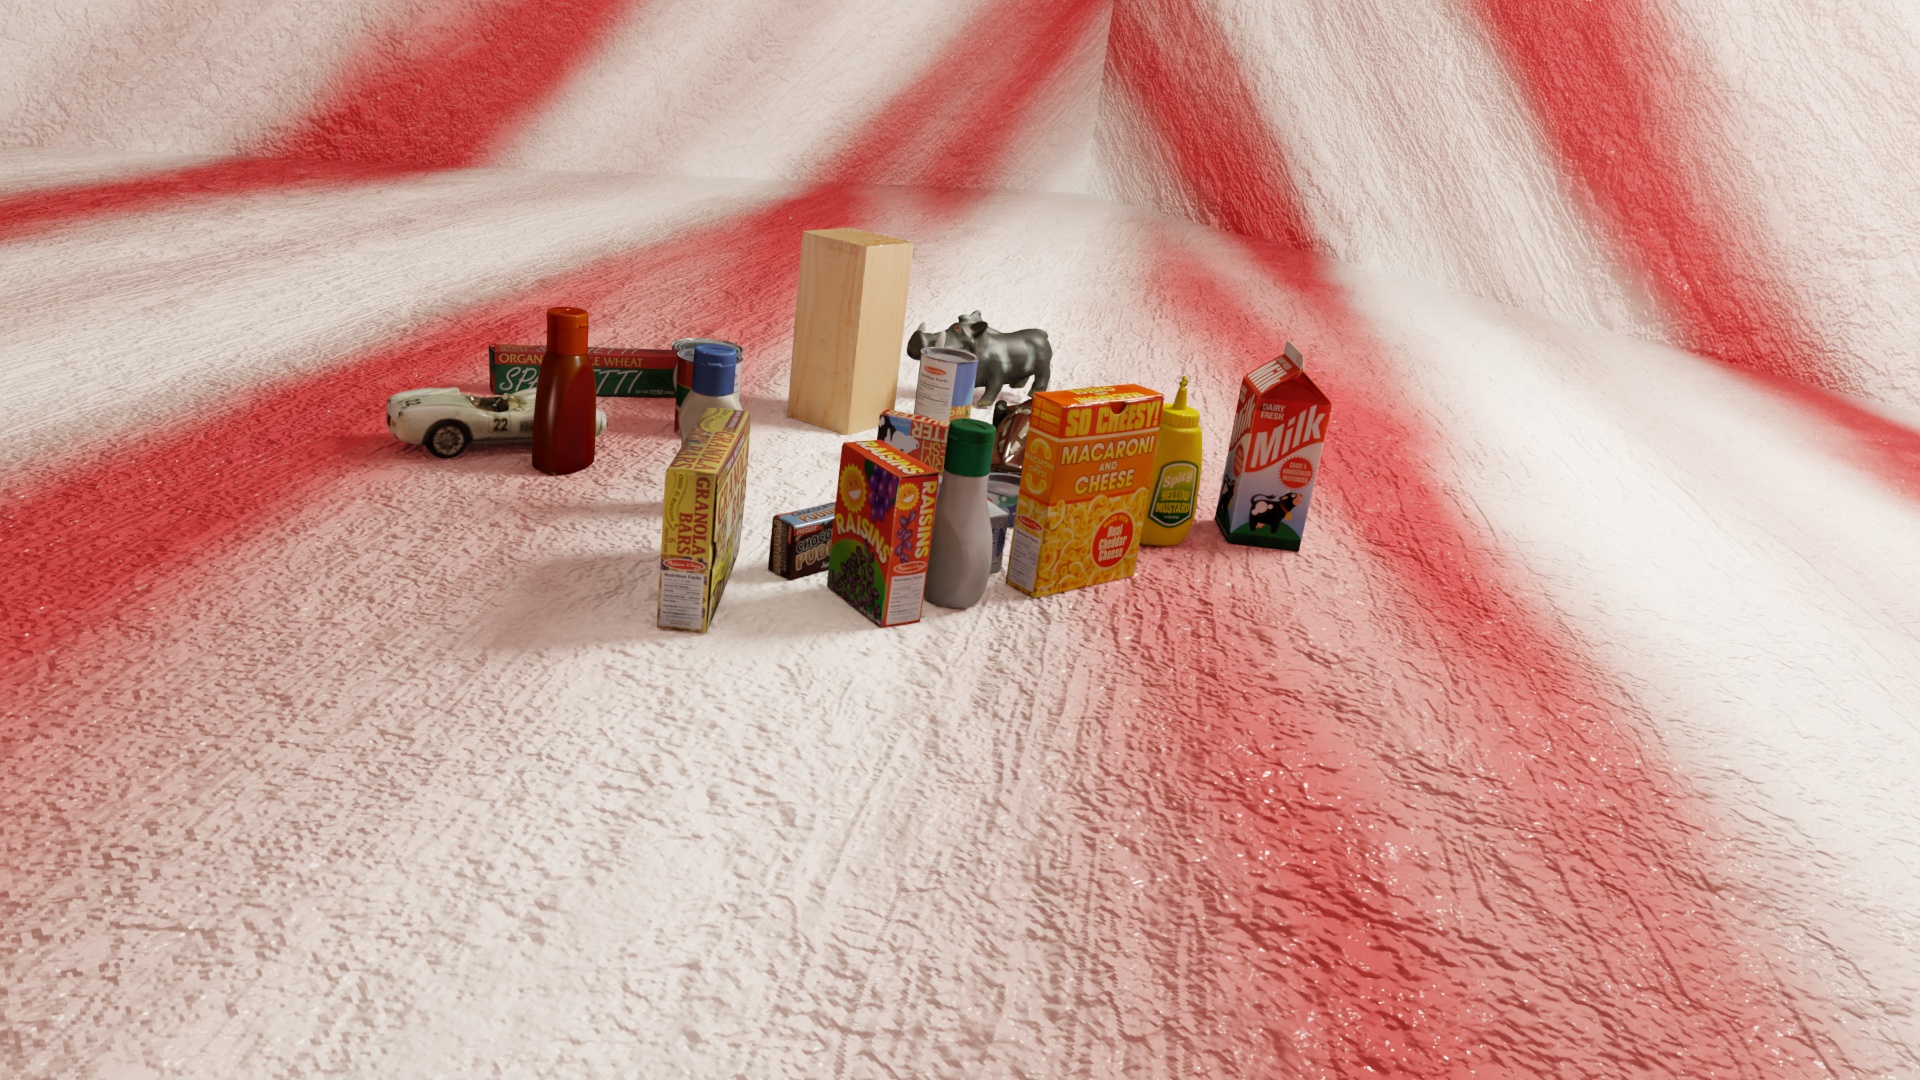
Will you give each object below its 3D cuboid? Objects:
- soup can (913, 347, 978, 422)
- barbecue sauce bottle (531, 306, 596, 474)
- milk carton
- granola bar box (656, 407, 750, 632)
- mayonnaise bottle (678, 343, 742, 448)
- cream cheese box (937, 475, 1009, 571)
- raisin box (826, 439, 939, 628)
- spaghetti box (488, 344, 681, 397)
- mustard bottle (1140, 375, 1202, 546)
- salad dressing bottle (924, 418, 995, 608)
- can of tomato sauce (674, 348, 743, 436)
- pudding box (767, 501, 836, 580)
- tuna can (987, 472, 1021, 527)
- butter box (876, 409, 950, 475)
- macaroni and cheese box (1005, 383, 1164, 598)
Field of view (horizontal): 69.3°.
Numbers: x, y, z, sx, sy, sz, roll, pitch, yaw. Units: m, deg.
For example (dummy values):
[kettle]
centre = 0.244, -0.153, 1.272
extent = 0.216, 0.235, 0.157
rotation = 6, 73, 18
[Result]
[soup can]
centre = -0.016, -0.172, 1.580
extent = 0.071, 0.083, 0.071
rotation = 7, 20, -2
[barbecue sauce bottle]
centre = -0.362, -0.138, 1.273
extent = 0.044, 0.148, 0.065
rotation = 15, 21, 20
[milk carton]
centre = 0.301, -0.092, 1.330
extent = 0.073, 0.189, 0.072
rotation = 6, 20, -4
[granola bar box]
centre = -0.192, -0.020, 1.055
extent = 0.039, 0.123, 0.166
rotation = 7, 20, -3
[mayonnaise bottle]
centre = -0.218, -0.096, 1.214
extent = 0.065, 0.147, 0.041
rotation = 4, 20, -9
[cream cheese box]
centre = 0.004, -0.015, 1.214
extent = 0.024, 0.053, 0.104
rotation = -4, 24, -30
[raisin box]
centre = -0.060, -0.007, 1.069
extent = 0.040, 0.123, 0.086
rotation = -7, 25, -35
[spaghetti box]
centre = -0.388, -0.186, 1.530
extent = 0.250, 0.050, 0.029
rotation = -1, 22, -23
[mustard bottle]
centre = 0.192, -0.074, 1.286
extent = 0.065, 0.159, 0.049
rotation = -1, 22, -23
[salad dressing bottle]
centre = 0.001, -0.021, 1.095
extent = 0.044, 0.147, 0.064
rotation = -9, 26, -38
[can of tomato sauce]
centre = -0.263, -0.152, 1.439
extent = 0.071, 0.082, 0.071
rotation = 7, 20, -2
[pudding box]
centre = -0.117, -0.002, 1.141
extent = 0.030, 0.049, 0.084
rotation = 23, 26, 37
[tuna can]
centre = 0.044, -0.039, 1.321
extent = 0.071, 0.032, 0.071
rotation = 7, 20, -2
[butter box]
centre = -0.034, -0.098, 1.421
extent = 0.103, 0.053, 0.024
rotation = 12, 20, 11
[macaroni and cheese box]
centre = 0.106, -0.043, 1.164
extent = 0.124, 0.165, 0.040
rotation = -10, 27, -40
